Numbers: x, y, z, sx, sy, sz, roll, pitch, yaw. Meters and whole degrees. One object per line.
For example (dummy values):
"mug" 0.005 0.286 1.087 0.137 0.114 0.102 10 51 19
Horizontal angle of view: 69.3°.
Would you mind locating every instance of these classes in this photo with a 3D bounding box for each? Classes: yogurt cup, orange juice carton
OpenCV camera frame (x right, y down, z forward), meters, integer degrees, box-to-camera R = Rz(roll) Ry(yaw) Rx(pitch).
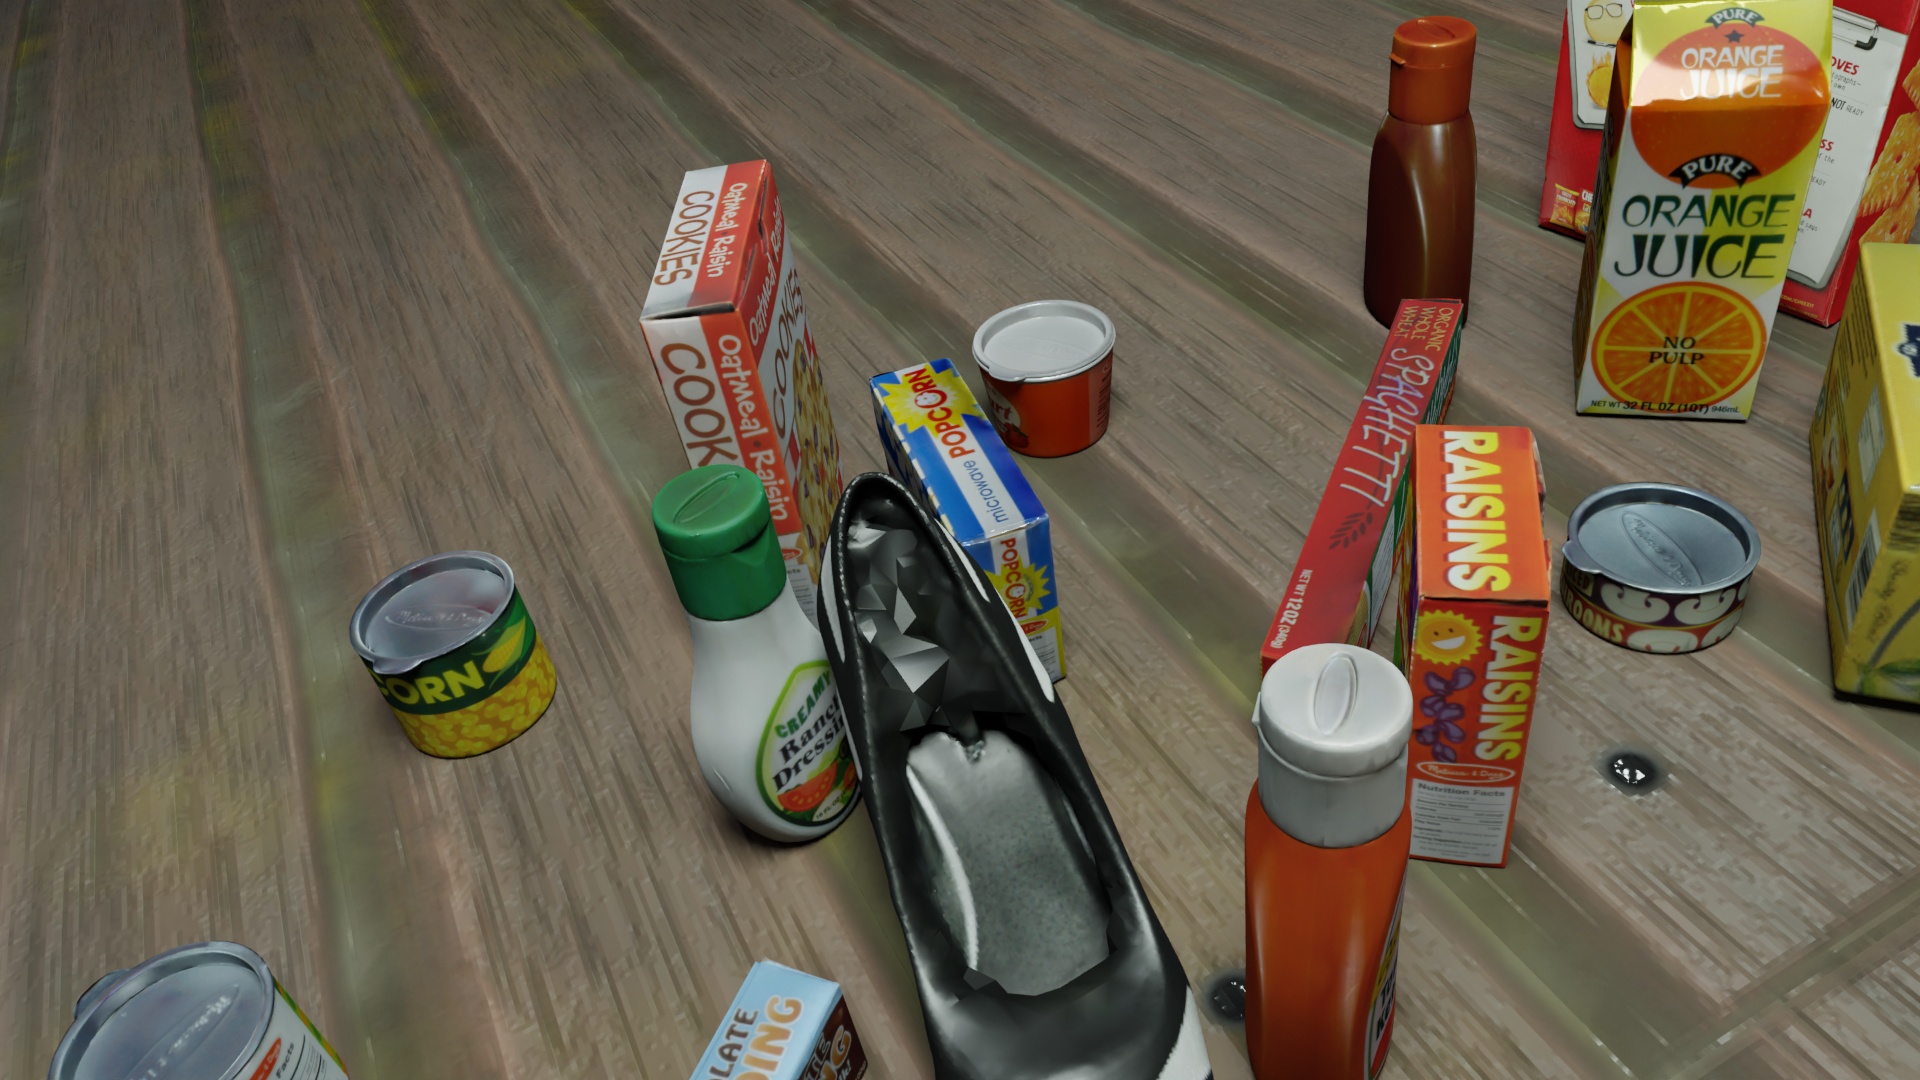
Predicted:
"yogurt cup" 0.043 -0.077 0.672 0.072 0.053 0.073 -6 40 5
"orange juice carton" 0.311 -0.149 0.591 0.072 0.191 0.073 4 42 17

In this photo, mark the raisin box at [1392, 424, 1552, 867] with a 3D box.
"raisin box" 0.165 0.035 0.456 0.040 0.122 0.086 3 41 16

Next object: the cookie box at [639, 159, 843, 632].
"cookie box" -0.084 -0.057 0.588 0.040 0.166 0.123 -7 39 4

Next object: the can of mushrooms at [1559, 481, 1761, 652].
"can of mushrooms" 0.265 0.010 0.535 0.071 0.033 0.071 -6 40 5

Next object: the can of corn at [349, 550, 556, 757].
"can of corn" -0.208 0.049 0.573 0.071 0.058 0.071 -6 40 5

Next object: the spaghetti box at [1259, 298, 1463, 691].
"spaghetti box" 0.171 -0.017 0.575 0.029 0.050 0.251 11 44 24

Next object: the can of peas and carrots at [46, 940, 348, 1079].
"can of peas and carrots" -0.237 0.169 0.435 0.071 0.058 0.071 -6 40 5

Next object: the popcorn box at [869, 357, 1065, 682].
"popcorn box" 0.002 -0.007 0.573 0.038 0.084 0.127 -18 40 -9

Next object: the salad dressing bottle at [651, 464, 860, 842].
"salad dressing bottle" -0.070 0.042 0.481 0.044 0.146 0.064 21 49 32

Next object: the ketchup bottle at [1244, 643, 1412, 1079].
"ketchup bottle" 0.100 0.093 0.382 0.043 0.148 0.065 6 42 20

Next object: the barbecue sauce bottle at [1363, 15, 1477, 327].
"barbecue sauce bottle" 0.225 -0.176 0.677 0.044 0.147 0.065 -16 40 -7

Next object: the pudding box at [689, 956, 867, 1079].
"pudding box" -0.061 0.171 0.401 0.030 0.049 0.084 9 43 22
